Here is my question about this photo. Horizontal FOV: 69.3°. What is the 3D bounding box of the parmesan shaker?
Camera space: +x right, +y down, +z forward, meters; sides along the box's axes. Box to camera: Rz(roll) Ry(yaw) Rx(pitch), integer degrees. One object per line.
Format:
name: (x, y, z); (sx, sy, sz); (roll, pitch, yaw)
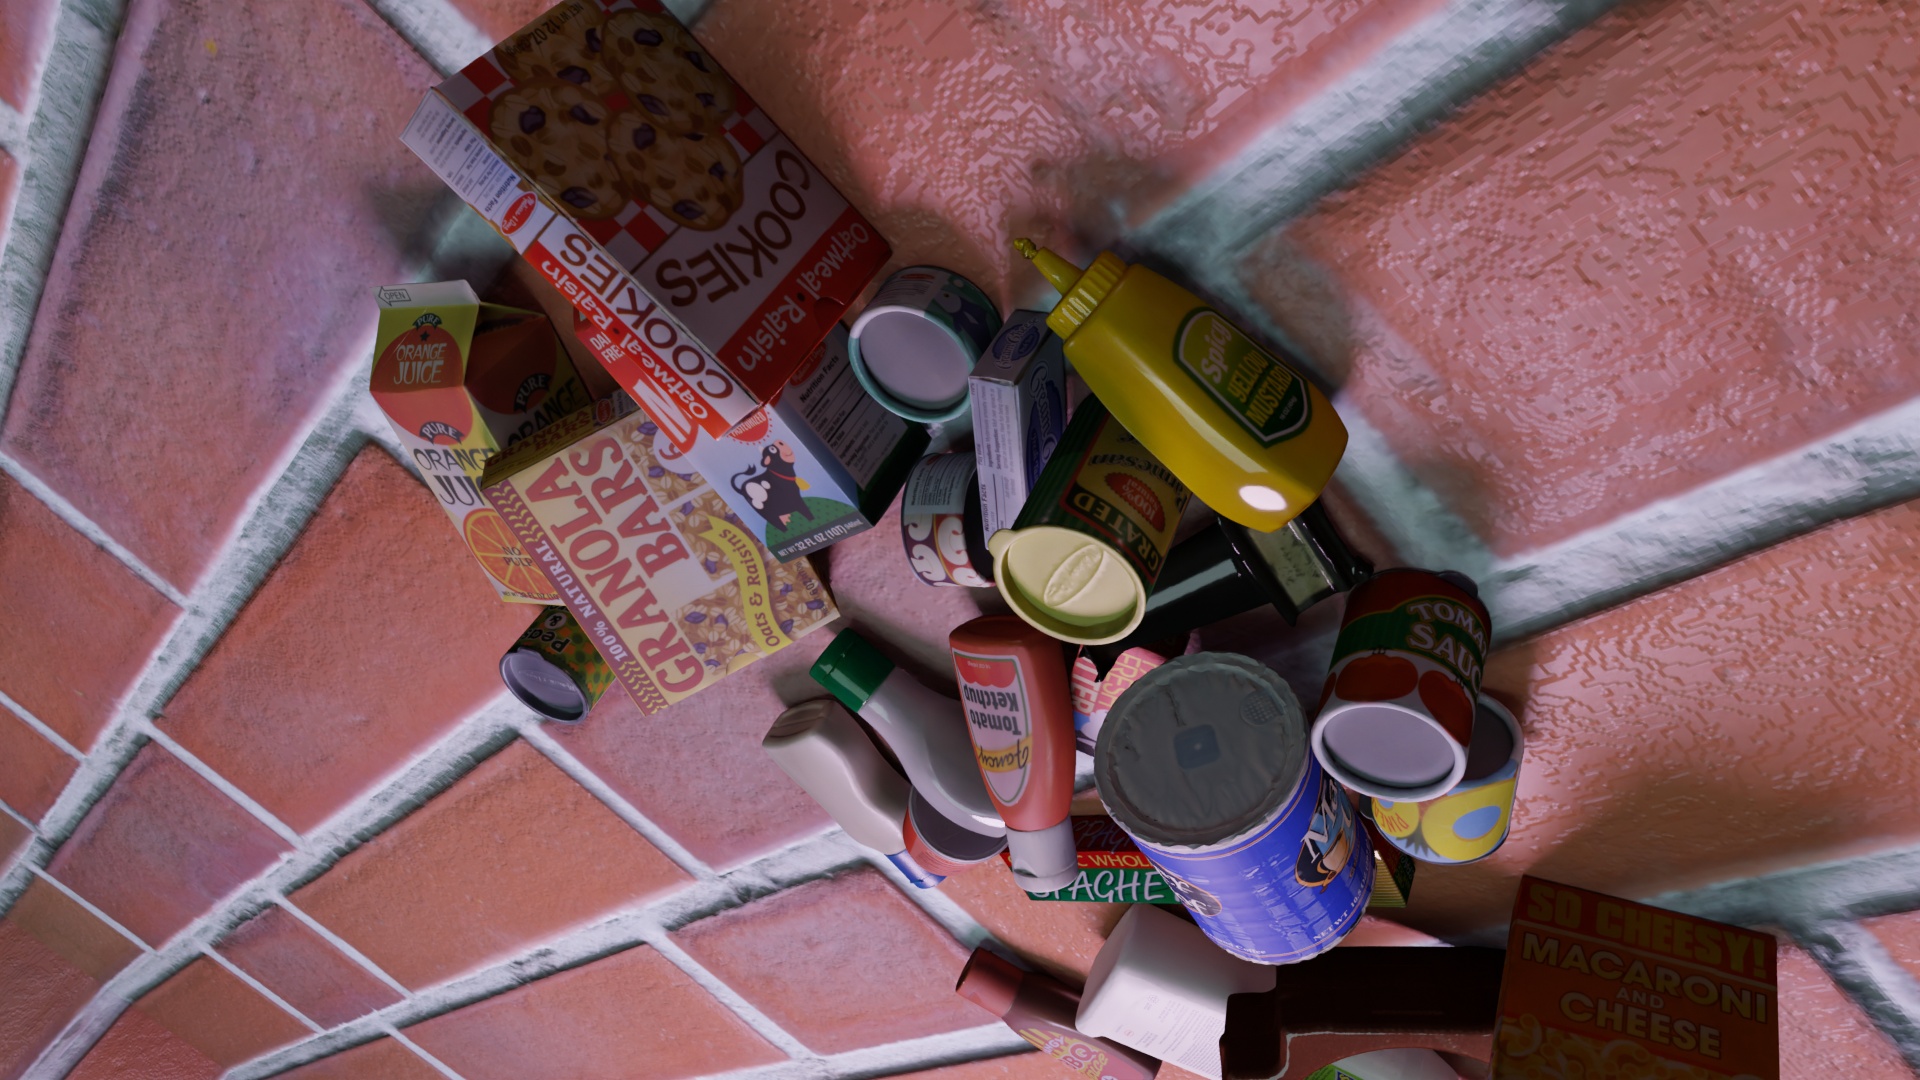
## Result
parmesan shaker: (0.061, -0.015, 0.607); (0.071, 0.103, 0.071); (15, 136, 15)

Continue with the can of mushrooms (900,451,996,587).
can of mushrooms: (0.002, -0.008, 0.675); (0.033, 0.071, 0.070); (-2, 129, 29)

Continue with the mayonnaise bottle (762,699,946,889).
mayonnaise bottle: (-0.060, 0.166, 0.898); (0.064, 0.041, 0.147); (-18, 121, 42)

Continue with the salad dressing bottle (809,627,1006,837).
salad dressing bottle: (-0.021, 0.110, 0.810); (0.148, 0.064, 0.043); (39, 147, 2)

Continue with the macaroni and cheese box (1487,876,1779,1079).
macaroni and cheese box: (0.323, 0.255, 0.672); (0.124, 0.167, 0.040); (11, 135, 21)

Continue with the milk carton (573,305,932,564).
milk carton: (-0.107, -0.087, 0.655); (0.072, 0.074, 0.190); (-20, 118, 41)

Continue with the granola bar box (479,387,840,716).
granola bar box: (-0.156, 0.001, 0.743); (0.124, 0.039, 0.165); (-28, 121, -1)

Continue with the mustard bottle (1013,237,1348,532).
mustard bottle: (0.084, -0.073, 0.570); (0.160, 0.066, 0.048); (39, 142, -4)

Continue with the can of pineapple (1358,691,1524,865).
can of pineapple: (0.228, 0.111, 0.660); (0.071, 0.071, 0.057); (9, 133, 22)

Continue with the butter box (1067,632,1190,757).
butter box: (0.085, 0.080, 0.745); (0.053, 0.024, 0.103); (20, 137, 10)

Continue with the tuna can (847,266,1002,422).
tuna can: (-0.015, -0.086, 0.634); (0.071, 0.033, 0.070); (16, 136, 16)

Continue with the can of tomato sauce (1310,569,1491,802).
can of tomato sauce: (0.199, 0.064, 0.620); (0.071, 0.083, 0.070); (16, 136, 16)

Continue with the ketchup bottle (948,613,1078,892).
ketchup bottle: (0.035, 0.115, 0.752); (0.064, 0.044, 0.148); (3, 109, 46)

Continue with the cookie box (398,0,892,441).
cookie box: (-0.120, -0.141, 0.573); (0.167, 0.123, 0.040); (45, 137, -15)

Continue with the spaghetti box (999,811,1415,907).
spaghetti box: (0.136, 0.188, 0.817); (0.249, 0.029, 0.050); (-10, 124, 35)

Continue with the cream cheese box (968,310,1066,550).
cream cheese box: (0.028, -0.047, 0.633); (0.024, 0.054, 0.103); (13, 135, 21)

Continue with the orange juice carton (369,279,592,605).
orange juice carton: (-0.250, -0.058, 0.764); (0.072, 0.073, 0.191); (1, 130, 29)

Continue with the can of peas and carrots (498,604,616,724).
can of peas and carrots: (-0.257, 0.075, 0.907); (0.071, 0.059, 0.070); (15, 135, 16)

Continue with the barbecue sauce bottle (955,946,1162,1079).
barbecue sauce bottle: (0.069, 0.342, 0.992); (0.148, 0.044, 0.064); (29, 139, 2)

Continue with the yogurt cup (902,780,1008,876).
yogurt cup: (-0.004, 0.173, 0.856); (0.072, 0.073, 0.053); (29, 146, 2)
